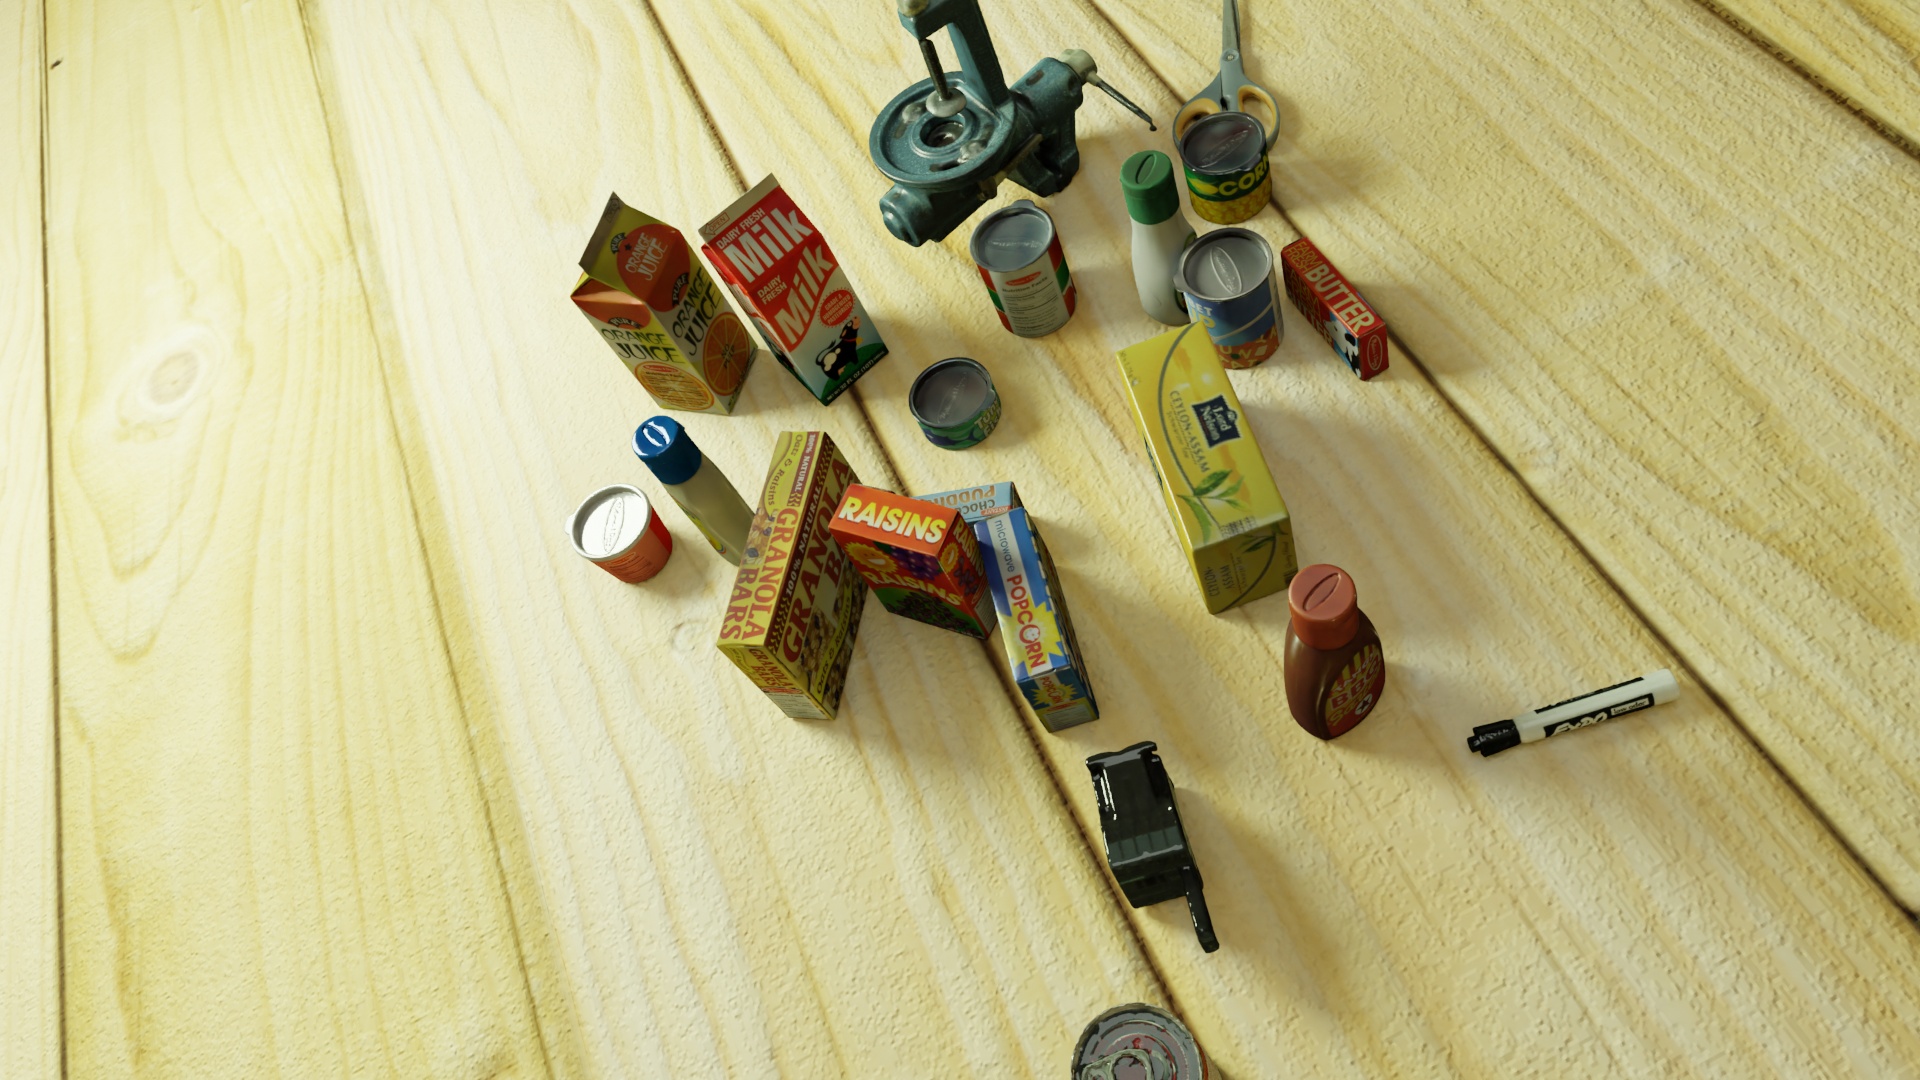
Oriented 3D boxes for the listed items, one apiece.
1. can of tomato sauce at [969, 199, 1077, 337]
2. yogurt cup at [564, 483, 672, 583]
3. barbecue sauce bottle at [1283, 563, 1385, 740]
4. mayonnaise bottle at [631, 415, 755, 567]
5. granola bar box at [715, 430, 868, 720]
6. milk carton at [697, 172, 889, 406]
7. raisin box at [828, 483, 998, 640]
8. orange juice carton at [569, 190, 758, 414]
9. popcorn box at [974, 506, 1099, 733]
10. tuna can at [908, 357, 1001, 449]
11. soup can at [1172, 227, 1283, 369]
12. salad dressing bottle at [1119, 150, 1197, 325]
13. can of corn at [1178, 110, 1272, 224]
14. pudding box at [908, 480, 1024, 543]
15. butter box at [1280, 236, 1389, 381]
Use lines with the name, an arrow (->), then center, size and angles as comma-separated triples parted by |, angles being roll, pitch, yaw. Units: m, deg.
can of tomato sauce -> 0.050, -0.209, 1.076 | 0.071, 0.082, 0.071 | -9, 58, 14
yogurt cup -> -0.259, -0.003, 1.075 | 0.072, 0.053, 0.073 | -9, 58, 14
barbecue sauce bottle -> 0.217, 0.063, 0.813 | 0.065, 0.148, 0.044 | -44, 56, -9
mayonnaise bottle -> -0.190, -0.036, 1.014 | 0.041, 0.147, 0.065 | -45, 57, -10
granola bar box -> -0.105, 0.025, 0.962 | 0.039, 0.123, 0.166 | 1, 61, 20
milk carton -> -0.132, -0.195, 1.065 | 0.072, 0.190, 0.073 | -41, 56, -7
raisin box -> -0.026, 0.015, 0.942 | 0.086, 0.123, 0.040 | 15, 67, 26
orange juice carton -> -0.239, -0.183, 1.093 | 0.073, 0.192, 0.072 | 7, 63, 23
popcorn box -> 0.050, 0.052, 0.916 | 0.038, 0.085, 0.127 | -19, 56, 8
tuna can -> -0.001, -0.104, 1.060 | 0.071, 0.032, 0.071 | -9, 58, 14
soup can -> 0.194, -0.173, 1.004 | 0.071, 0.083, 0.071 | -9, 58, 14
salad dressing bottle -> 0.147, -0.218, 1.008 | 0.044, 0.147, 0.064 | 16, 67, 27
can of corn -> 0.210, -0.289, 1.084 | 0.071, 0.058, 0.071 | -9, 58, 14
pudding box -> 0.004, -0.012, 0.993 | 0.083, 0.049, 0.030 | -9, 58, 14
butter box -> 0.267, -0.166, 0.993 | 0.024, 0.053, 0.104 | -29, 55, 1
